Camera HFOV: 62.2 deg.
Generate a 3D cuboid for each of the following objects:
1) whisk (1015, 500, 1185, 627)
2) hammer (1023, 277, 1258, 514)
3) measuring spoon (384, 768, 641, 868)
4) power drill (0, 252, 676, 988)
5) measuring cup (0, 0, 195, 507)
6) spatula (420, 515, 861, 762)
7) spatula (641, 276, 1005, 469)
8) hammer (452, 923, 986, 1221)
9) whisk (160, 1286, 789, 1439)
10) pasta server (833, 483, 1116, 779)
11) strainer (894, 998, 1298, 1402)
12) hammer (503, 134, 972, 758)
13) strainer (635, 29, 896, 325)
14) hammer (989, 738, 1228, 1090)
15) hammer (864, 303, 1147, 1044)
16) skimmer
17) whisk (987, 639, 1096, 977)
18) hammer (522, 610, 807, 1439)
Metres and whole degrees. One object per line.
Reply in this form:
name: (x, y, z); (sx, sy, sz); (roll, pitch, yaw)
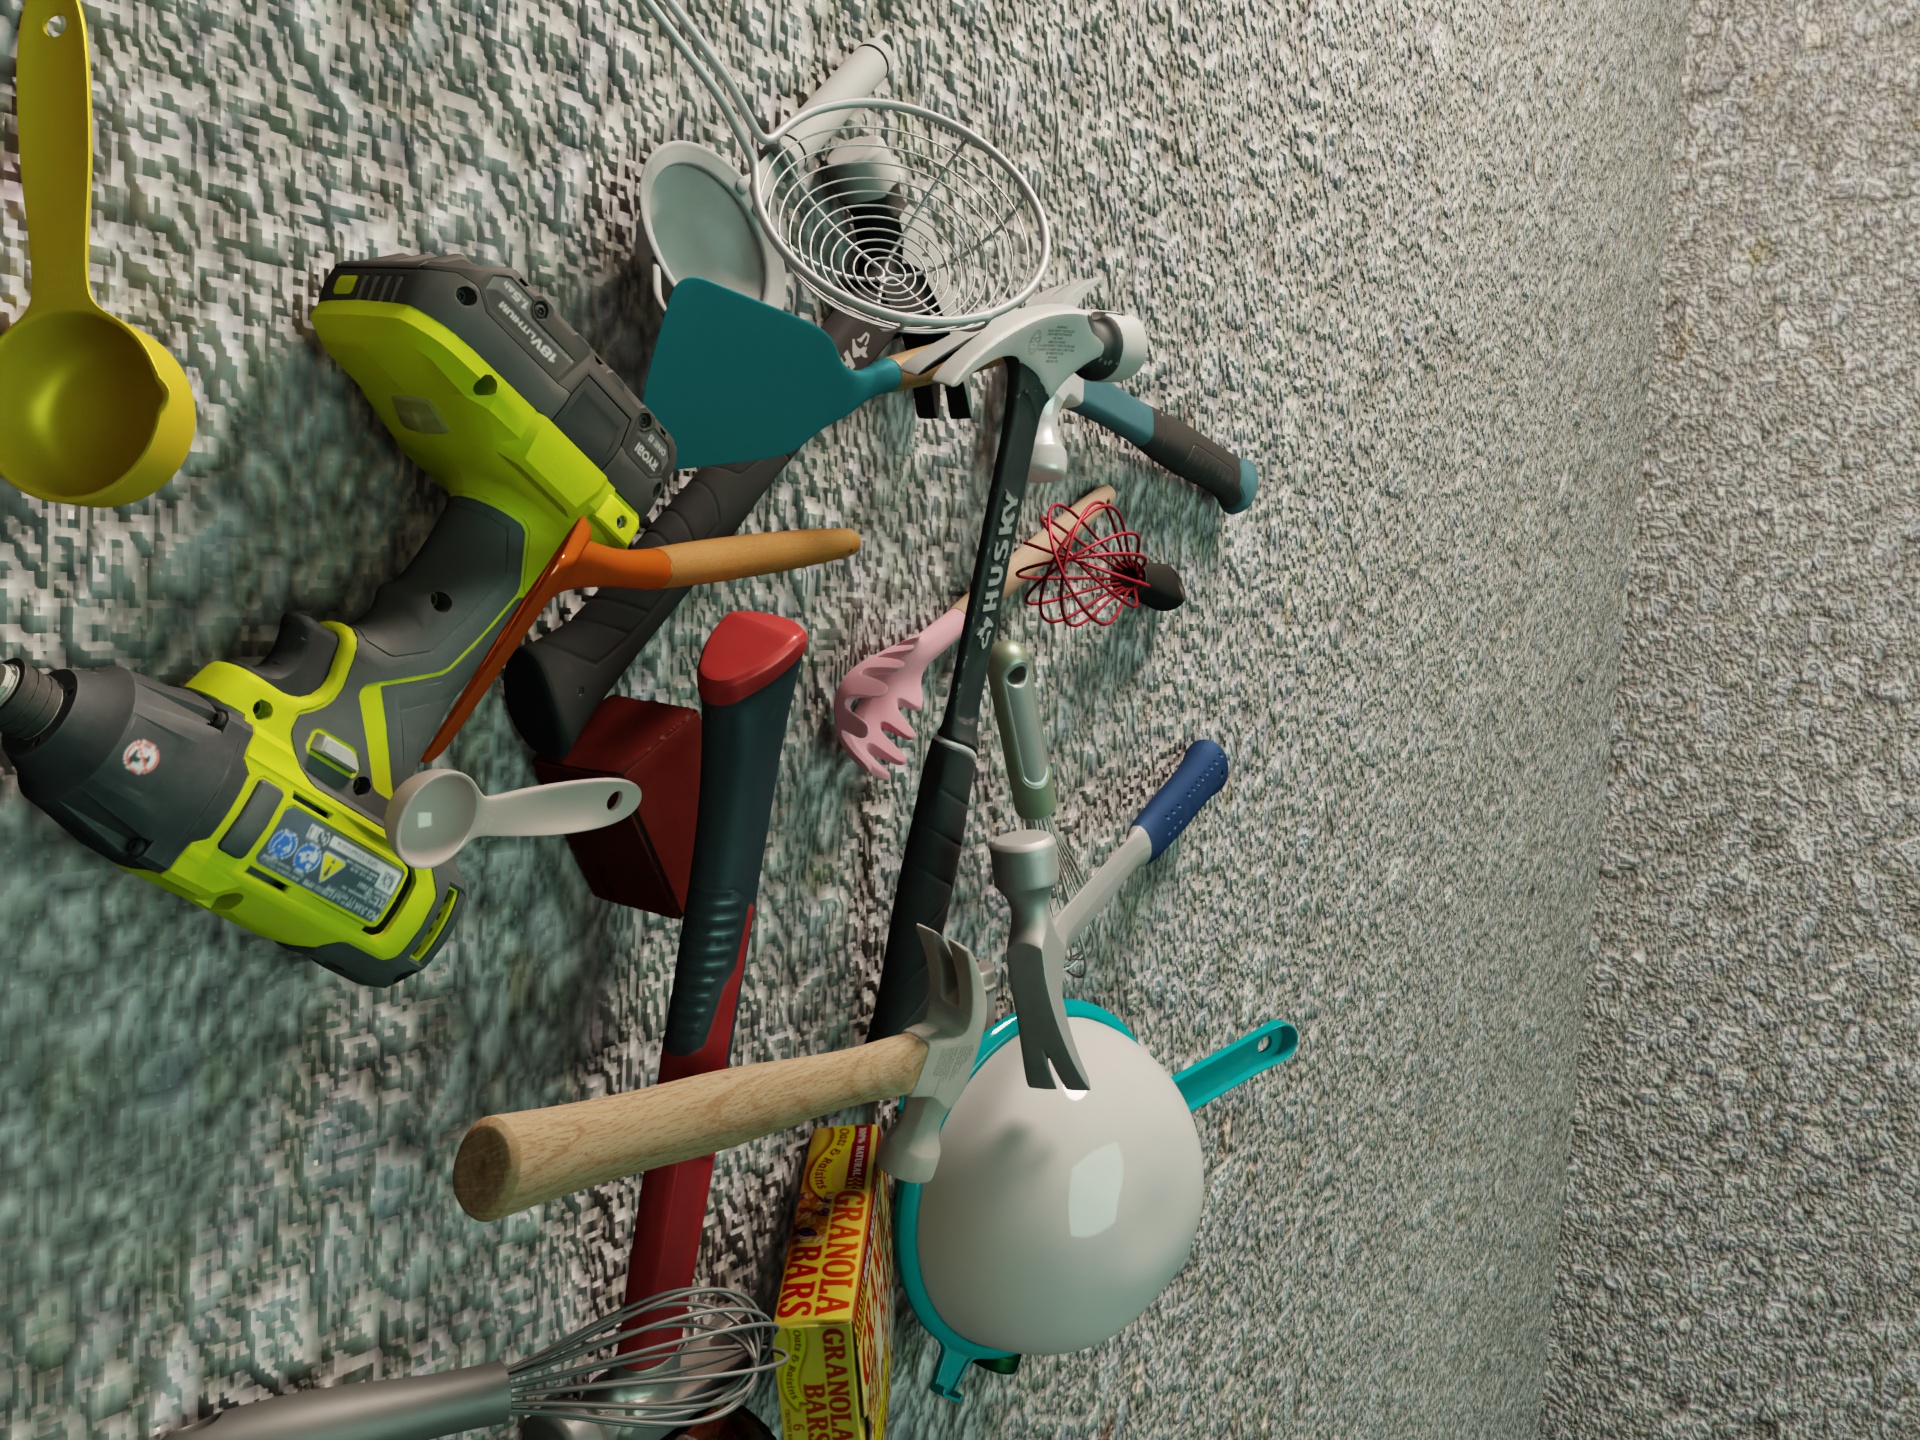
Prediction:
whisk: (0.097, -0.087, 0.963); (0.295, 0.073, 0.073); (-3, 99, -70)
hammer: (0.121, -0.185, 1.020); (0.330, 0.033, 0.128); (10, 79, -59)
measuring spoon: (-0.156, 0.029, 0.561); (0.124, 0.018, 0.034); (-2, 112, -64)
power drill: (-0.203, -0.040, 0.538); (0.171, 0.080, 0.223); (48, 60, -50)
measuring cup: (-0.258, -0.139, 0.470); (0.029, 0.062, 0.156); (37, 48, -84)
spatula: (-0.097, -0.052, 0.599); (0.081, 0.041, 0.322); (-50, 172, 19)
spatula: (-0.029, -0.171, 0.743); (0.317, 0.044, 0.082); (-32, 147, -56)
hammer: (-0.078, 0.155, 0.664); (0.331, 0.031, 0.130); (9, 101, -62)
whisk: (-0.175, 0.257, 0.603); (0.238, 0.055, 0.055); (2, 95, -33)
pasta server: (0.019, -0.066, 0.898); (0.316, 0.040, 0.060); (-43, 143, -45)
strainer: (0.118, 0.256, 0.937); (0.340, 0.095, 0.211); (-17, 108, -39)
hammer: (-0.094, -0.113, 0.722); (0.335, 0.035, 0.146); (-58, 139, -32)
strainer: (-0.083, -0.244, 0.707); (0.086, 0.050, 0.259); (54, 46, -30)
hammer: (0.106, 0.086, 0.978); (0.405, 0.035, 0.144); (-32, 117, -65)
hammer: (-0.001, -0.003, 0.797); (0.149, 0.036, 0.408); (-14, 122, -50)
skimmer: (-0.096, -0.287, 0.588); (0.362, 0.090, 0.127); (46, 47, -38)
whisk: (0.046, 0.058, 0.933); (0.058, 0.059, 0.246); (-26, 127, -19)
hammer: (-0.103, 0.140, 0.683); (0.143, 0.038, 0.386); (-15, 121, -55)
